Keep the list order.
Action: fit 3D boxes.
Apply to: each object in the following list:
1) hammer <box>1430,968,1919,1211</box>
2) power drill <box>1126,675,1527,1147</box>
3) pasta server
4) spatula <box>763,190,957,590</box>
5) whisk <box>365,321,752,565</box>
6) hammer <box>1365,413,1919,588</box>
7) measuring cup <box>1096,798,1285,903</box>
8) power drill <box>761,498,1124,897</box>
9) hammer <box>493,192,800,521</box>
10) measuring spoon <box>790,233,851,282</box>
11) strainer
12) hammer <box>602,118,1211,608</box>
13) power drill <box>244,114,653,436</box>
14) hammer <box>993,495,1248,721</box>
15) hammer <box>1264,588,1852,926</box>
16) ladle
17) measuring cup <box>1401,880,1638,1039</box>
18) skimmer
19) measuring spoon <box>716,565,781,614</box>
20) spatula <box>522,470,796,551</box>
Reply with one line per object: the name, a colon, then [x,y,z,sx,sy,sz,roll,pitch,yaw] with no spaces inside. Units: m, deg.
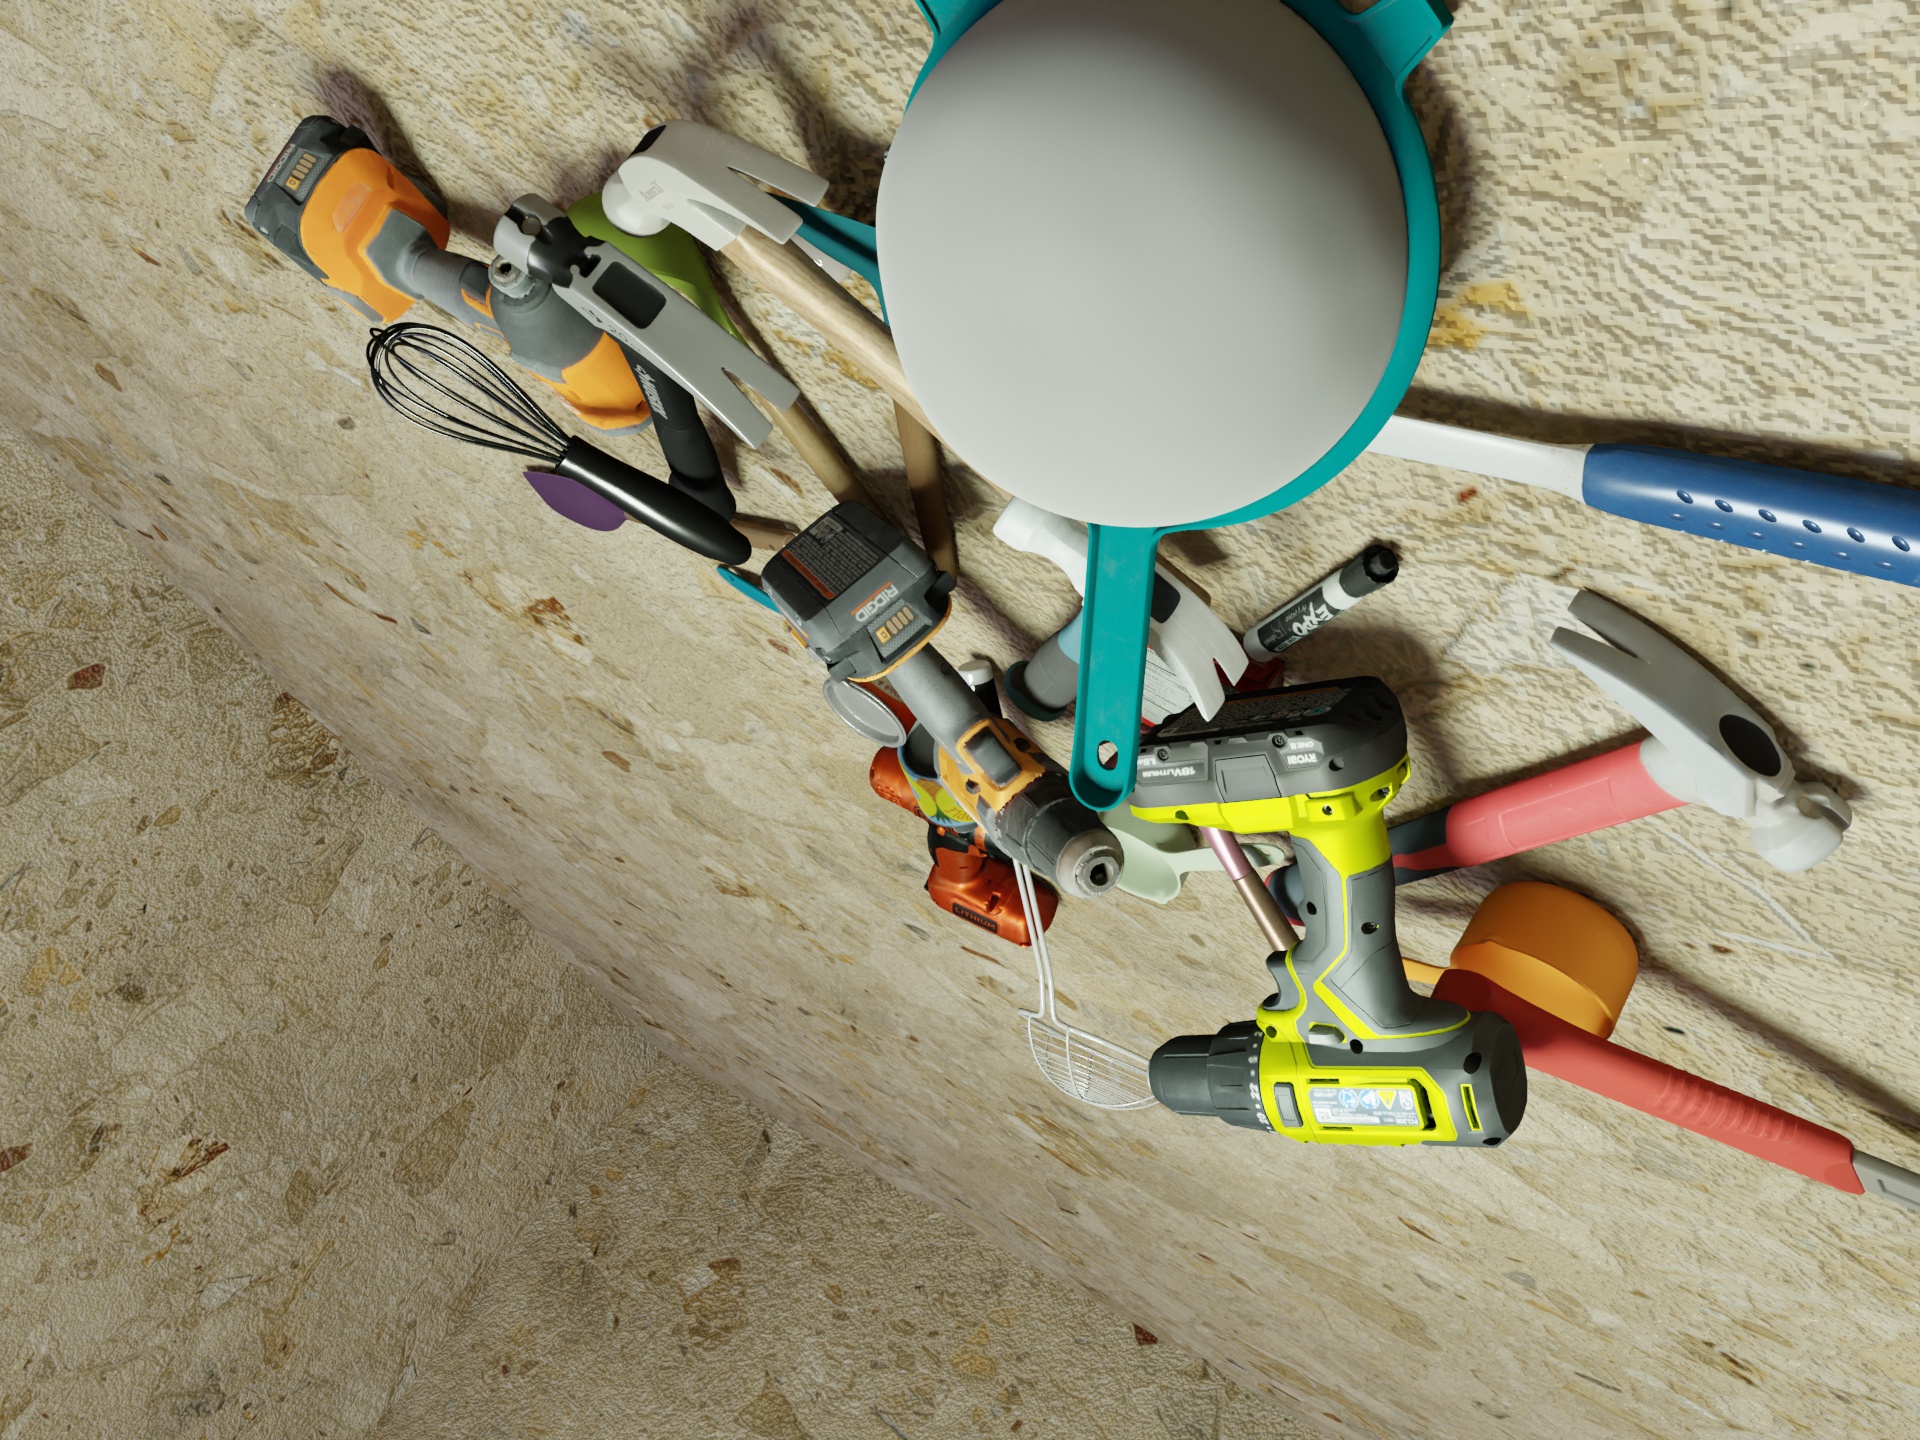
hammer: [0.408,0.212,0.799,0.359,0.037,0.149,21,153,7]
power drill: [0.159,0.104,0.786,0.190,0.080,0.228,-8,104,36]
pasta server: [0.177,0.118,0.946,0.316,0.040,0.060,58,150,-6]
spatula: [-0.032,-0.153,0.812,0.082,0.044,0.317,24,156,20]
whisk: [-0.218,-0.148,0.884,0.238,0.055,0.055,29,162,-25]
hammer: [0.216,-0.094,0.572,0.406,0.035,0.143,20,153,35]
measuring cup: [0.146,0.076,1.013,0.167,0.038,0.083,-10,129,51]
power drill: [-0.001,-0.003,0.888,0.226,0.084,0.185,52,176,-30]
hammer: [-0.148,-0.159,0.856,0.146,0.035,0.334,36,172,2]
measuring spoon: [-0.107,-0.240,0.782,0.124,0.018,0.034,27,156,24]
strainer: [0.044,-0.094,0.570,0.211,0.095,0.340,18,125,25]
hammer: [-0.008,-0.142,0.706,0.331,0.031,0.130,37,170,-23]
power drill: [-0.284,-0.252,0.898,0.226,0.084,0.164,30,175,13]
hammer: [0.060,-0.037,0.818,0.128,0.033,0.331,36,172,0]
hammer: [0.244,0.048,0.806,0.143,0.038,0.386,40,158,-4]
ladle: [-0.105,-0.162,0.887,0.078,0.062,0.319,28,162,53]
measuring cup: [0.287,0.123,0.874,0.095,0.052,0.174,48,157,-25]
skimmer: [0.069,0.118,1.094,0.127,0.090,0.363,10,121,48]
measuring spoon: [-0.129,-0.090,1.119,0.129,0.021,0.042,30,159,40]
spatula: [-0.218,-0.145,1.132,0.316,0.018,0.059,16,150,44]
